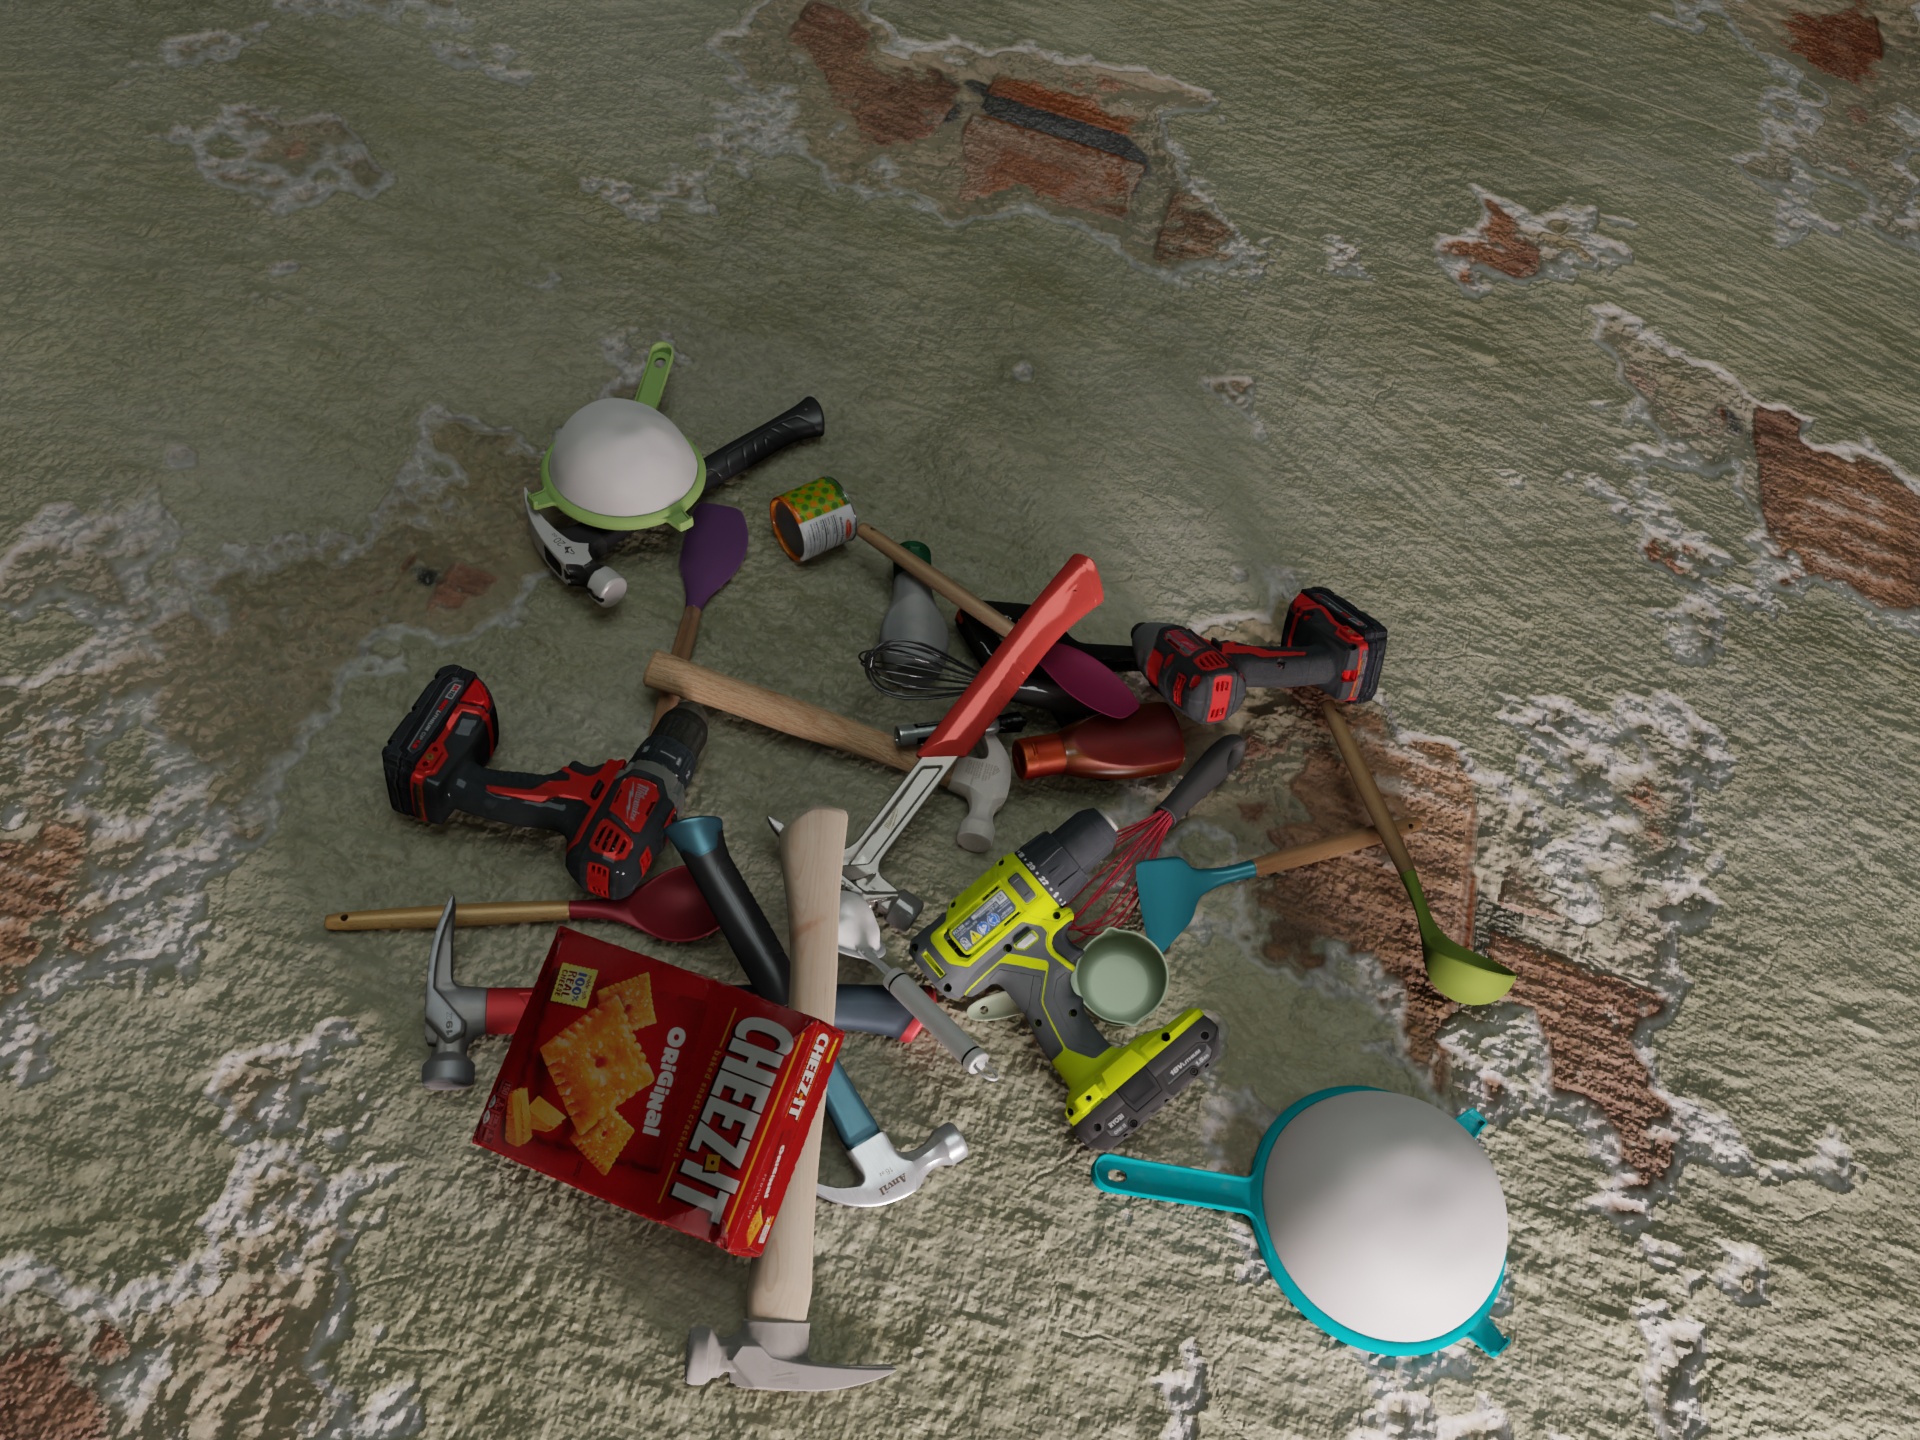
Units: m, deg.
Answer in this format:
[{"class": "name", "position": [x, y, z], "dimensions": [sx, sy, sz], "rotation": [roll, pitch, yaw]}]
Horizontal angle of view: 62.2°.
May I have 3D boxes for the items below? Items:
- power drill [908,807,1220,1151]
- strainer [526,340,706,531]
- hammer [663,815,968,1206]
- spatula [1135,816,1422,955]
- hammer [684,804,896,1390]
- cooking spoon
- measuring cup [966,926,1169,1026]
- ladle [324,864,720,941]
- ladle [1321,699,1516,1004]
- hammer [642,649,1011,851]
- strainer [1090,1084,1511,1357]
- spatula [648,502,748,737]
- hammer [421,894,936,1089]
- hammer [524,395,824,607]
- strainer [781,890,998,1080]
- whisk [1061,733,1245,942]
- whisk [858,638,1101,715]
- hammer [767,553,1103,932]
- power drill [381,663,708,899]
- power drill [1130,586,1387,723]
[{"class": "power drill", "position": [0.097, 0.199, 1.247], "dimensions": [0.190, 0.080, 0.229], "rotation": [-40, 76, -2]}, {"class": "strainer", "position": [-0.305, -0.289, 1.491], "dimensions": [0.151, 0.069, 0.257], "rotation": [8, 51, -2]}, {"class": "hammer", "position": [-0.129, 0.216, 1.207], "dimensions": [0.128, 0.033, 0.331], "rotation": [-28, 82, -21]}, {"class": "spatula", "position": [0.285, 0.127, 1.399], "dimensions": [0.317, 0.044, 0.082], "rotation": [-13, 94, -23]}, {"class": "hammer", "position": [-0.105, 0.266, 1.157], "dimensions": [0.146, 0.038, 0.411], "rotation": [7, 74, -9]}, {"class": "cooking spoon", "position": [0.028, -0.093, 1.442], "dimensions": [0.319, 0.017, 0.069], "rotation": [36, 37, 19]}, {"class": "measuring cup", "position": [0.088, 0.223, 1.304], "dimensions": [0.167, 0.038, 0.083], "rotation": [-13, 71, 0]}, {"class": "ladle", "position": [-0.337, 0.152, 1.260], "dimensions": [0.315, 0.031, 0.069], "rotation": [-2, 55, -11]}, {"class": "ladle", "position": [0.393, 0.106, 1.403], "dimensions": [0.078, 0.062, 0.320], "rotation": [14, 46, -40]}, {"class": "hammer", "position": [-0.114, 0.005, 1.390], "dimensions": [0.331, 0.031, 0.130], "rotation": [19, 54, -4]}, {"class": "strainer", "position": [0.274, 0.357, 1.214], "dimensions": [0.340, 0.095, 0.211], "rotation": [11, 56, -7]}, {"class": "spatula", "position": [-0.245, -0.079, 1.437], "dimensions": [0.060, 0.018, 0.316], "rotation": [10, 55, -2]}, {"class": "hammer", "position": [-0.211, 0.207, 1.233], "dimensions": [0.386, 0.038, 0.143], "rotation": [1, 67, -13]}, {"class": "hammer", "position": [-0.259, -0.231, 1.518], "dimensions": [0.146, 0.035, 0.335], "rotation": [38, 55, 22]}, {"class": "strainer", "position": [-0.053, 0.195, 1.233], "dimensions": [0.086, 0.050, 0.259], "rotation": [12, 22, -50]}, {"class": "whisk", "position": [0.167, 0.096, 1.389], "dimensions": [0.073, 0.073, 0.296], "rotation": [39, 53, 14]}, {"class": "whisk", "position": [0.026, -0.033, 1.408], "dimensions": [0.239, 0.055, 0.055], "rotation": [10, 56, -11]}, {"class": "hammer", "position": [-0.002, -0.004, 1.352], "dimensions": [0.149, 0.036, 0.359], "rotation": [37, 76, 1]}, {"class": "power drill", "position": [-0.329, 0.033, 1.298], "dimensions": [0.226, 0.080, 0.188], "rotation": [19, 51, 4]}, {"class": "power drill", "position": [0.269, -0.061, 1.469], "dimensions": [0.219, 0.078, 0.143], "rotation": [-9, 31, -24]}]
